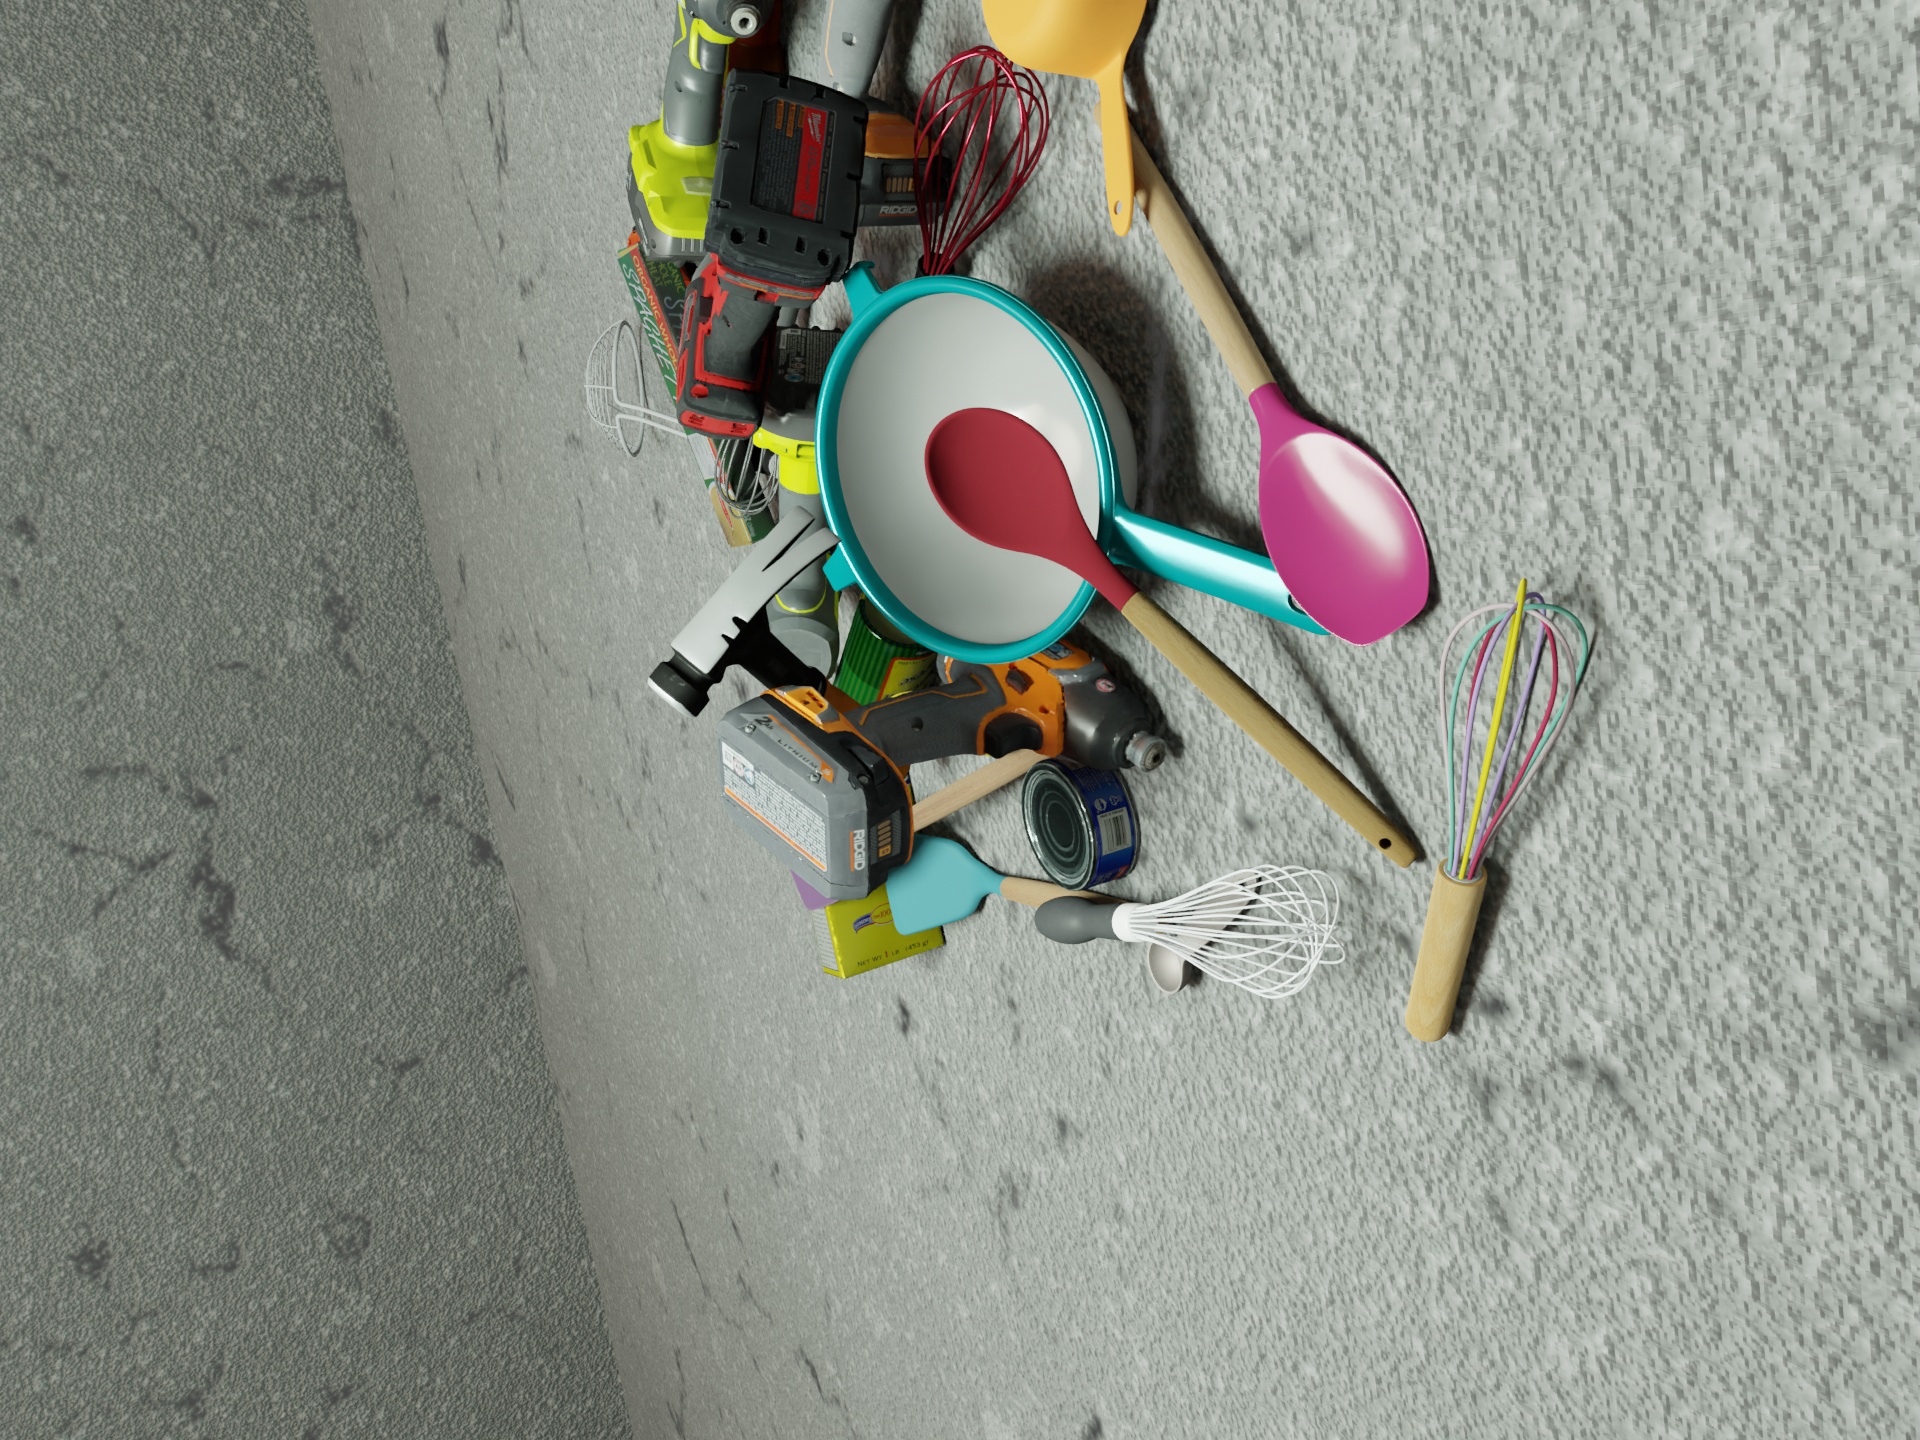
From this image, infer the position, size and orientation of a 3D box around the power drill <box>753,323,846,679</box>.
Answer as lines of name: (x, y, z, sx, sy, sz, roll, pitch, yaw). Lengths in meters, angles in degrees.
power drill: (-0.112, -0.163, 1.152, 0.191, 0.080, 0.228, -95, 11, -54)

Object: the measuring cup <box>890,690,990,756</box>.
measuring cup: (-0.002, -0.003, 1.064, 0.029, 0.062, 0.156, 44, 157, -28)

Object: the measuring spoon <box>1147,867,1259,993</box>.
measuring spoon: (0.143, 0.118, 0.911, 0.034, 0.018, 0.124, 65, 145, 27)

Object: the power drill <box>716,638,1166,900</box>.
power drill: (-0.004, 0.014, 0.896, 0.164, 0.226, 0.084, 33, 134, 39)

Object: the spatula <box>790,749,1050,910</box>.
spatula: (-0.030, 0.065, 1.104, 0.316, 0.018, 0.060, -30, 79, 44)

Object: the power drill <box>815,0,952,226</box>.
power drill: (-0.042, -0.407, 0.924, 0.186, 0.084, 0.226, 44, 136, 44)

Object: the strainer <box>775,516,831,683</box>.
strainer: (-0.118, -0.046, 1.303, 0.087, 0.050, 0.258, -26, 77, 47)

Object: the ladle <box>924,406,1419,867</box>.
ladle: (0.103, -0.042, 0.780, 0.315, 0.031, 0.069, 45, 125, 12)

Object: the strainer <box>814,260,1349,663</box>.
strainer: (0.073, -0.121, 0.855, 0.341, 0.095, 0.210, 25, 122, 32)

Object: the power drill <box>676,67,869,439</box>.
power drill: (-0.122, -0.272, 0.939, 0.219, 0.078, 0.143, 139, 138, -66)

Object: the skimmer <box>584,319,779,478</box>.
skimmer: (-0.234, -0.272, 1.420, 0.364, 0.090, 0.127, 27, 128, 44)

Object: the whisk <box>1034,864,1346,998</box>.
whisk: (0.116, 0.113, 0.890, 0.284, 0.070, 0.070, -11, 94, 64)

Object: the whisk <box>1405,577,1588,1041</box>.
whisk: (0.224, 0.047, 0.691, 0.047, 0.051, 0.244, -105, 12, -54)

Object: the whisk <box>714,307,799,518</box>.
whisk: (-0.145, -0.264, 1.203, 0.055, 0.055, 0.238, 46, 129, 45)

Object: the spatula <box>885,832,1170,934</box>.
spatula: (0.037, 0.121, 1.081, 0.317, 0.044, 0.082, 1, 102, 62)

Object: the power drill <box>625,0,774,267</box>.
power drill: (-0.168, -0.420, 1.047, 0.223, 0.080, 0.171, 108, 151, -46)

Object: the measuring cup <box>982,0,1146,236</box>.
measuring cup: (0.052, -0.324, 0.779, 0.095, 0.052, 0.174, -14, 81, 60)

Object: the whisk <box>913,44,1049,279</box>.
whisk: (-0.011, -0.284, 0.950, 0.073, 0.073, 0.295, 66, 157, 18)

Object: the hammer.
hammer: (-0.083, -0.017, 0.994, 0.034, 0.127, 0.336, 38, 175, 20)

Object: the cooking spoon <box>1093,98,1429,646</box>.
cooking spoon: (0.133, -0.177, 0.759, 0.068, 0.017, 0.319, -36, 67, 32)
